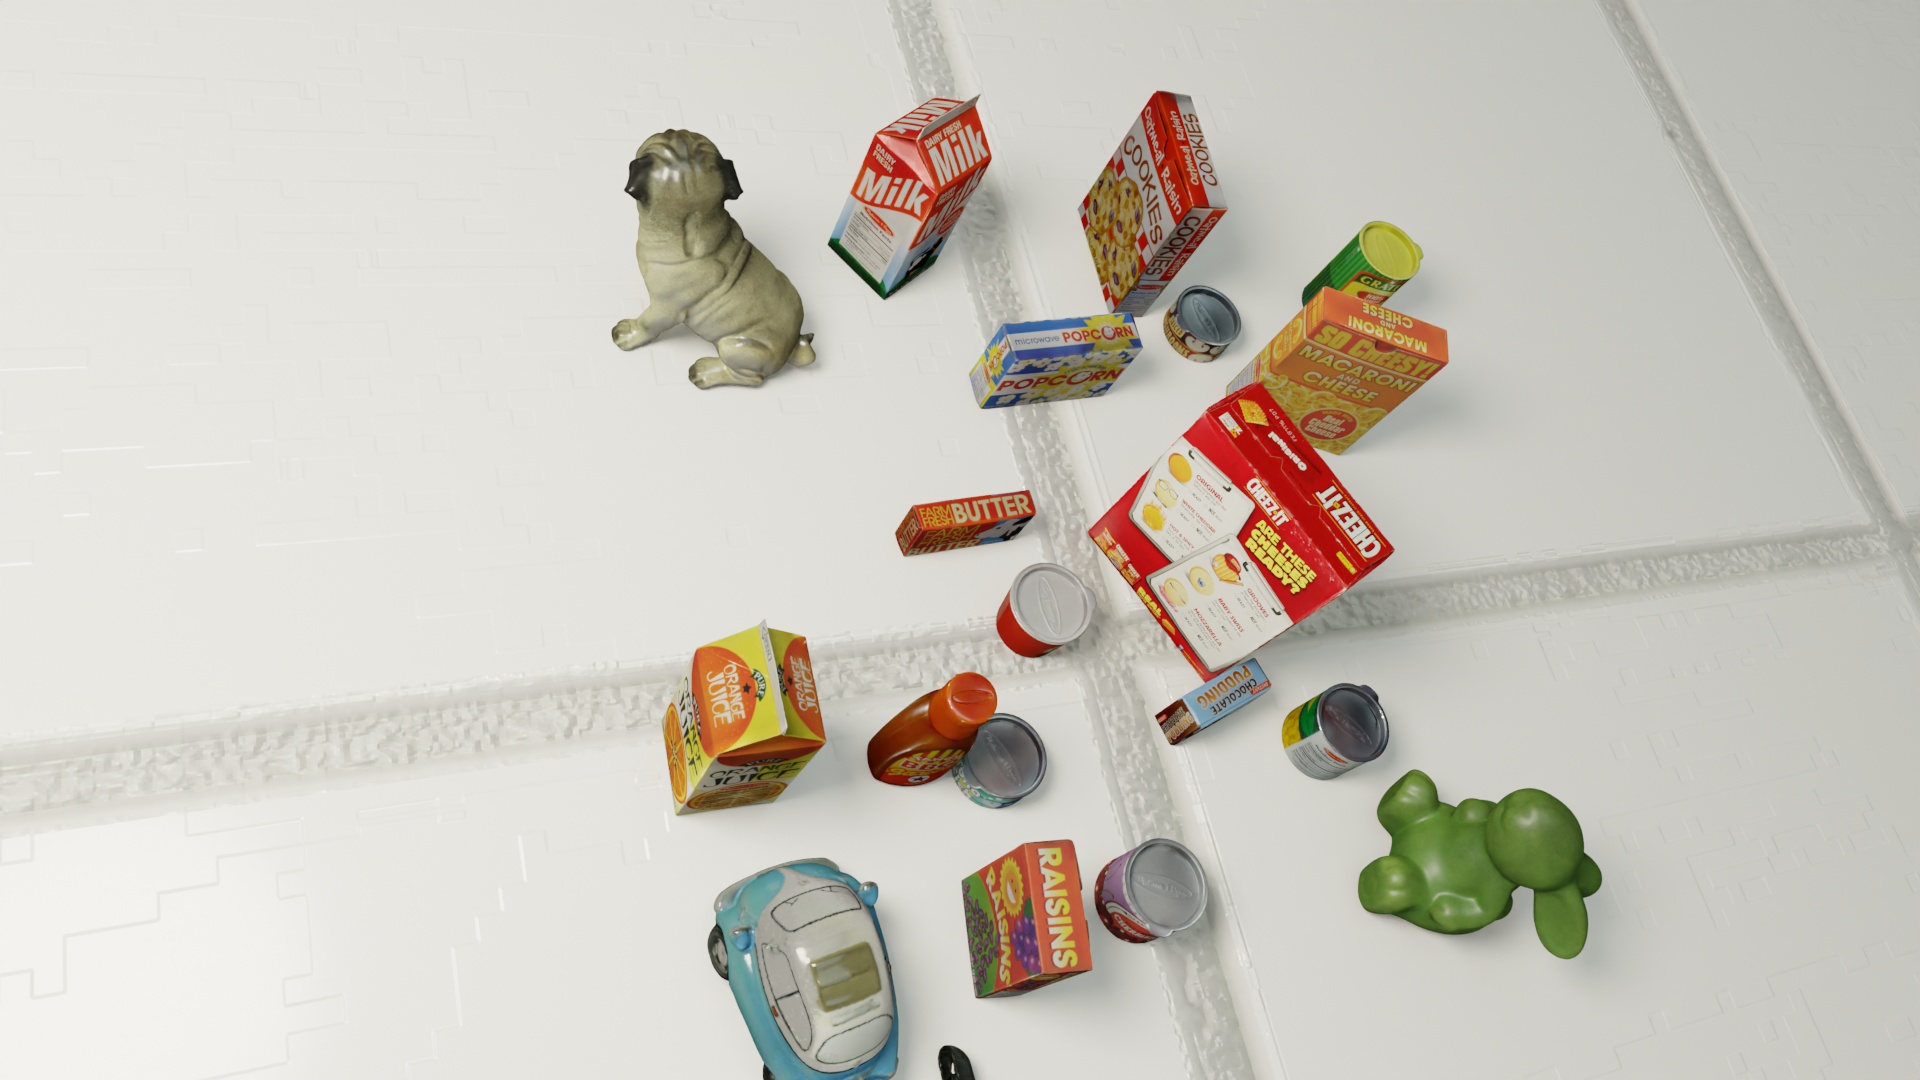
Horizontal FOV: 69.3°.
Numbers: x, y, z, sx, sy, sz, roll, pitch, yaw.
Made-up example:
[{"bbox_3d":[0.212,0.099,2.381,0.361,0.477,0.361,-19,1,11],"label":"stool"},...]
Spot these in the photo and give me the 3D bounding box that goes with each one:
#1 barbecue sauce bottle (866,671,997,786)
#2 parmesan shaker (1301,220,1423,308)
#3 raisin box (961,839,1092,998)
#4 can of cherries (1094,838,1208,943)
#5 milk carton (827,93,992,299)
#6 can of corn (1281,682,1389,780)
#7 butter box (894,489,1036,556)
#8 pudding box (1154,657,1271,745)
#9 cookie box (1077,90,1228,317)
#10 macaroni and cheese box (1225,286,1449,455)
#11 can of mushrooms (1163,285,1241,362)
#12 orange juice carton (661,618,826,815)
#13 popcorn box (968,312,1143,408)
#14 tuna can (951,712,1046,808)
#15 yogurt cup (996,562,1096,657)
[{"bbox_3d":[-0.017,0.132,0.968,0.065,0.148,0.044,0,65,-21],"label":"barbecue sauce bottle"},{"bbox_3d":[0.387,-0.251,1.342,0.071,0.102,0.071,9,63,-17],"label":"parmesan shaker"},{"bbox_3d":[0.043,0.259,0.943,0.040,0.122,0.086,2,65,-20],"label":"raisin box"},{"bbox_3d":[0.137,0.260,1.017,0.071,0.058,0.072,9,62,-17],"label":"can of cherries"},{"bbox_3d":[-0.038,-0.291,1.145,0.073,0.189,0.073,45,58,4],"label":"milk carton"},{"bbox_3d":[0.306,0.155,1.135,0.071,0.058,0.071,9,62,-17],"label":"can of corn"},{"bbox_3d":[0.004,-0.014,1.104,0.104,0.053,0.024,-8,69,-25],"label":"butter box"},{"bbox_3d":[0.203,0.129,1.113,0.084,0.049,0.030,-23,75,-29],"label":"pudding box"},{"bbox_3d":[0.167,-0.297,1.241,0.040,0.166,0.123,-3,67,-23],"label":"cookie box"},{"bbox_3d":[0.329,-0.145,1.230,0.124,0.165,0.040,16,61,-13],"label":"macaroni and cheese box"},{"bbox_3d":[0.223,-0.201,1.294,0.071,0.033,0.071,9,62,-17],"label":"can of mushrooms"},{"bbox_3d":[-0.140,0.117,0.901,0.073,0.191,0.072,-4,67,-23],"label":"orange juice carton"},{"bbox_3d":[0.081,-0.153,1.185,0.127,0.085,0.038,-9,69,-25],"label":"popcorn box"},{"bbox_3d":[0.026,0.166,1.036,0.071,0.032,0.071,9,62,-17],"label":"tuna can"},{"bbox_3d":[0.062,0.058,1.091,0.072,0.053,0.072,9,62,-17],"label":"yogurt cup"}]
